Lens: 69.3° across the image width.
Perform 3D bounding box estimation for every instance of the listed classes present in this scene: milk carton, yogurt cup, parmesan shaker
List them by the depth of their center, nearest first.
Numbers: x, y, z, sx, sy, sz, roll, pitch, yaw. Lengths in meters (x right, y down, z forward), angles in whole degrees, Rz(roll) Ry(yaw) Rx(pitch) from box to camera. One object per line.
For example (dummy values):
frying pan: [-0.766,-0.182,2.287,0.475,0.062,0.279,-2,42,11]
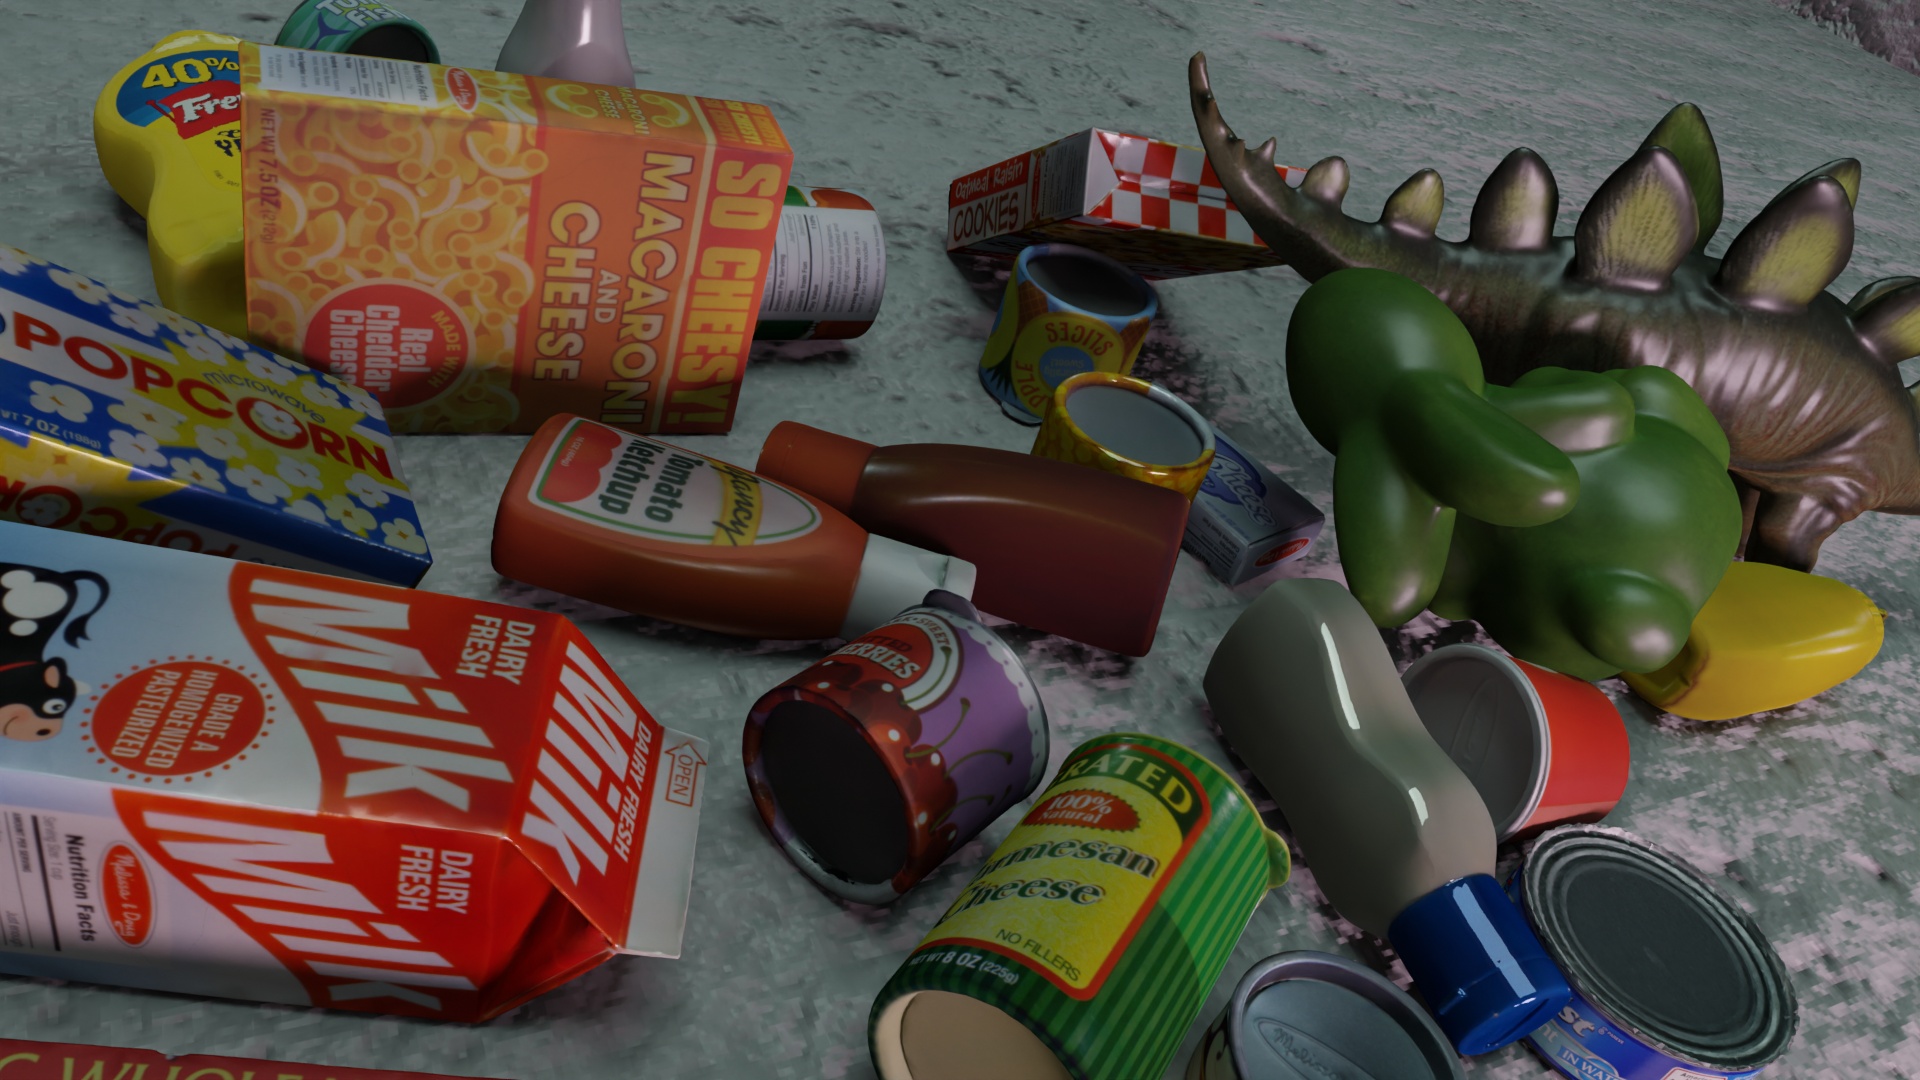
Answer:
milk carton: [-0.156,0.056,0.323,0.191,0.073,0.073,11,37,-12]
parmesan shaker: [0.033,0.104,0.351,0.071,0.071,0.103,31,38,15]
yogurt cup: [0.187,0.071,0.471,0.054,0.072,0.073,8,37,-29]

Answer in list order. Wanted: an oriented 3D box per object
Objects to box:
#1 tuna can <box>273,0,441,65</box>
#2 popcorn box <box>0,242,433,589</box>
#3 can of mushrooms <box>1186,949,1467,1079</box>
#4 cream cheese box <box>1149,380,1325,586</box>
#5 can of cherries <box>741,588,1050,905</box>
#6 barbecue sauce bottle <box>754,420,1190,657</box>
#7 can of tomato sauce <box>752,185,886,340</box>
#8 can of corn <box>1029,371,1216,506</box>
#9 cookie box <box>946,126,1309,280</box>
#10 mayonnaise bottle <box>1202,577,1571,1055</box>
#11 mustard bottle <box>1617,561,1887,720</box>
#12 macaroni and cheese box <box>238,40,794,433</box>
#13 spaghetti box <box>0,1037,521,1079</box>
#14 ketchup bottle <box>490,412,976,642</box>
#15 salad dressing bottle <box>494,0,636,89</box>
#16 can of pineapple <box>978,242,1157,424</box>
tuna can: [-0.266,-0.209,0.615,0.033,0.070,0.071,33,38,15]
popcorn box: [-0.218,-0.026,0.384,0.126,0.038,0.085,26,23,-48]
can of mushrooms: [0.093,0.144,0.358,0.071,0.033,0.071,13,37,-10]
cream cheese box: [0.097,-0.027,0.586,0.053,0.024,0.104,-18,50,-40]
can of cherries: [-0.019,0.056,0.388,0.071,0.071,0.059,38,41,23]
barbecue sauce bottle: [0.002,-0.006,0.488,0.148,0.064,0.044,16,44,9]
can of tomato sauce: [-0.083,-0.117,0.586,0.083,0.070,0.071,-6,43,-31]
can of corn: [0.056,-0.023,0.534,0.071,0.058,0.071,13,36,-10]
cookie box: [0.079,-0.155,0.659,0.123,0.040,0.167,4,5,-21]
mayonnaise bottle: [0.130,0.083,0.433,0.041,0.064,0.149,1,44,-29]
mustard bottle: [0.347,0.041,0.595,0.160,0.048,0.065,0,41,-26]
macaroni and cheese box: [-0.153,-0.096,0.477,0.167,0.123,0.040,-2,43,-27]
spaghetti box: [-0.123,0.134,0.276,0.250,0.028,0.050,10,37,-13]
ketchup bottle: [-0.071,0.004,0.454,0.149,0.043,0.065,17,36,-5]
salad dressing bottle: [-0.171,-0.224,0.612,0.064,0.146,0.044,-13,47,-37]
can of pineapple: [0.047,-0.091,0.617,0.071,0.057,0.071,13,37,-10]
